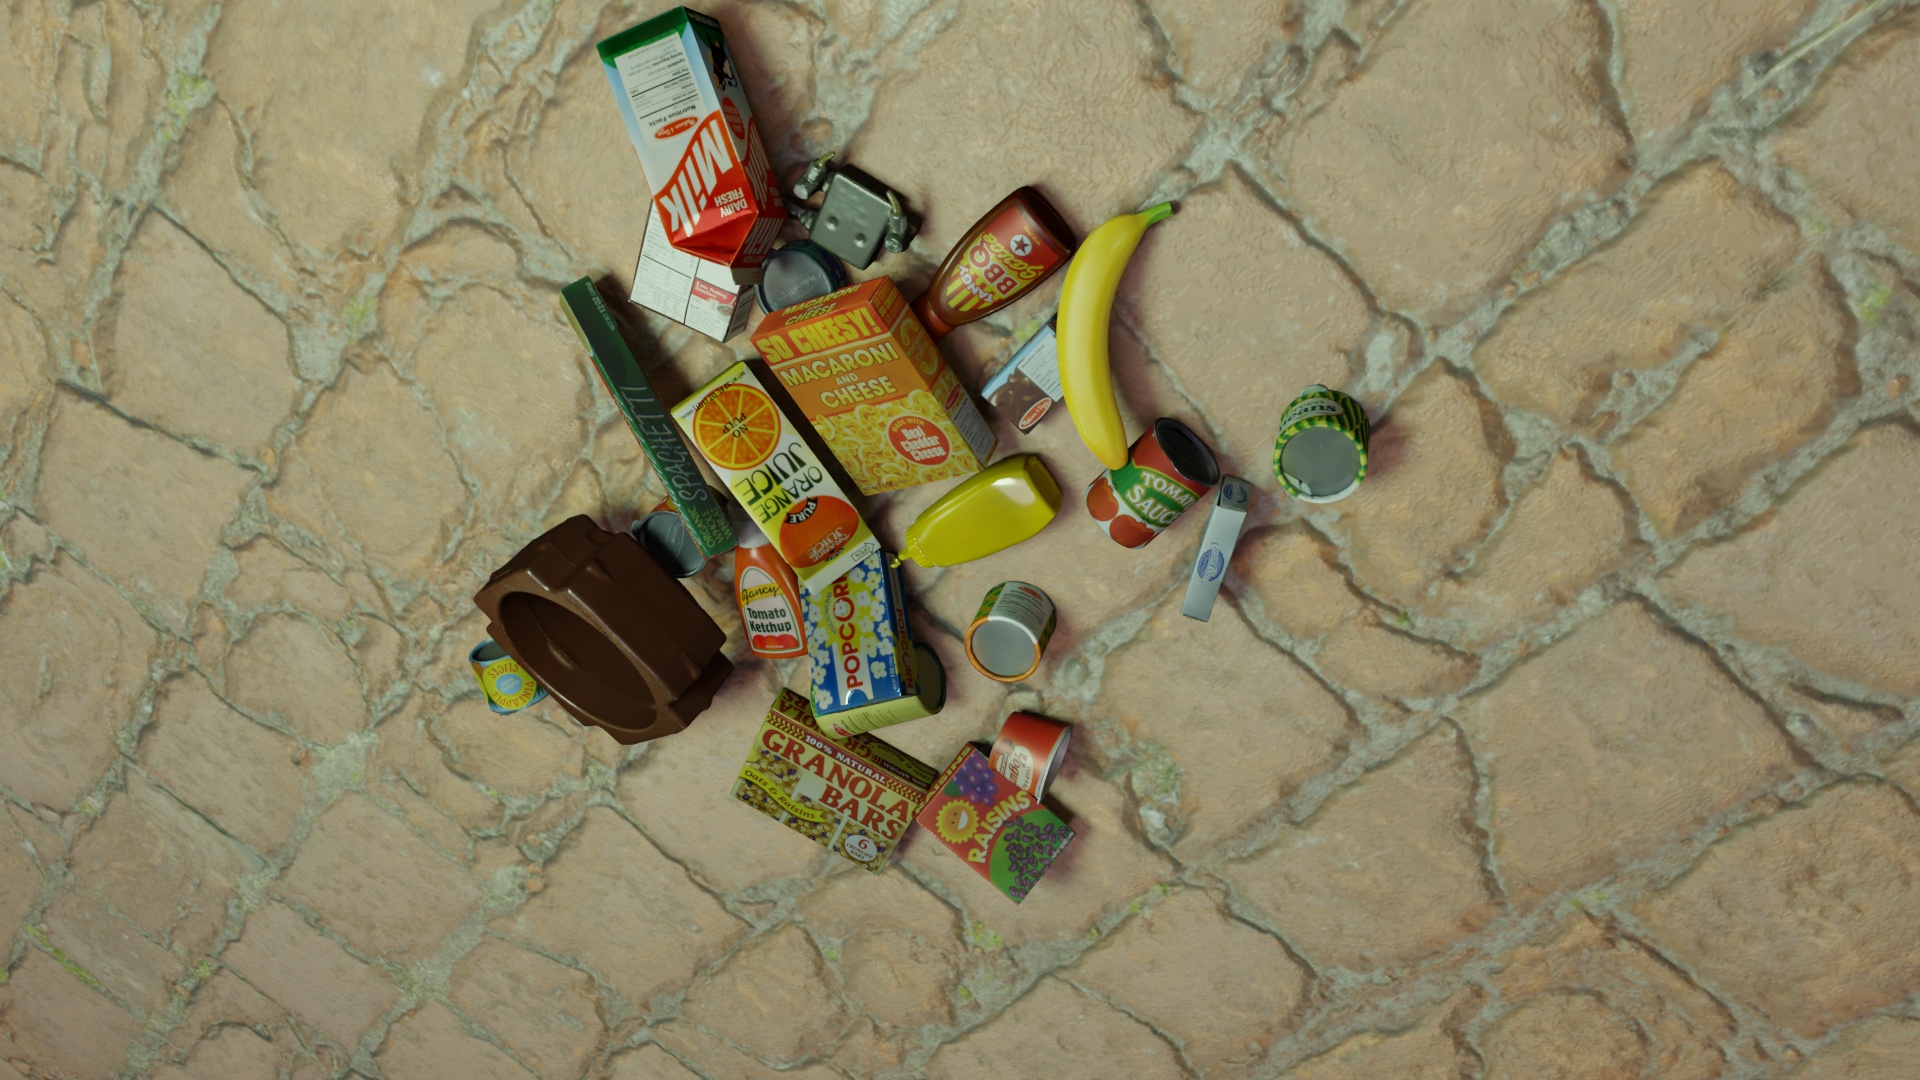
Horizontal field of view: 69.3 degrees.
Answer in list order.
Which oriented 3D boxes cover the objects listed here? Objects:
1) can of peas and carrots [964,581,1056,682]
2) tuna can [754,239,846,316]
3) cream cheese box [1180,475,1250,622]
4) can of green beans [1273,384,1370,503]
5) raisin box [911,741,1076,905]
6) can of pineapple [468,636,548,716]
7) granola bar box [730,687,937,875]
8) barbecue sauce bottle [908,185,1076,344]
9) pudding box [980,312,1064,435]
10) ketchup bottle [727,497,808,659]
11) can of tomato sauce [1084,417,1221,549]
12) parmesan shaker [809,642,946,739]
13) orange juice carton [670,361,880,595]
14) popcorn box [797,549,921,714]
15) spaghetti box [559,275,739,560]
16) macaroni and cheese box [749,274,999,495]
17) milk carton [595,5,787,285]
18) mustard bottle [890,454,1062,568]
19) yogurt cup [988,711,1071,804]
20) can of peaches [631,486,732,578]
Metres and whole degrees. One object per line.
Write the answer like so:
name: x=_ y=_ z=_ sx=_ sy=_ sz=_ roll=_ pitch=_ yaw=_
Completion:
can of peas and carrots: x=0.041 y=0.079 z=1.162 sx=0.071 sy=0.059 sz=0.070 roll=8 pitch=120 yaw=14
tuna can: x=-0.125 y=-0.200 z=1.079 sx=0.071 sy=0.033 sz=0.070 roll=8 pitch=120 yaw=14
cream cheese box: x=0.197 y=0.006 z=1.074 sx=0.024 sy=0.054 sz=0.103 roll=17 pitch=121 yaw=6
can of green beans: x=0.263 y=-0.068 z=1.009 sx=0.071 sy=0.058 sz=0.071 roll=8 pitch=120 yaw=14
raisin box: x=0.029 y=0.254 z=1.250 sx=0.123 sy=0.040 sz=0.086 roll=41 pitch=83 yaw=-7
can of pineapple: x=-0.431 y=0.125 z=1.336 sx=0.071 sy=0.071 sz=0.057 roll=-5 pitch=116 yaw=21
granola bar box: x=-0.121 y=0.229 z=1.309 sx=0.165 sy=0.039 sz=0.123 roll=28 pitch=122 yaw=1
barbecue sauce bottle: x=0.013 y=-0.194 z=1.031 sx=0.148 sy=0.044 sz=0.065 roll=-35 pitch=104 yaw=31
pudding box: x=0.061 y=-0.127 z=1.060 sx=0.049 sy=0.030 sz=0.083 roll=41 pitch=122 yaw=-8
ketchup bottle: x=-0.169 y=0.031 z=1.214 sx=0.065 sy=0.044 sz=0.148 roll=-2 pitch=116 yaw=18
can of tomato sauce: x=0.145 y=-0.041 z=1.055 sx=0.071 sy=0.071 sz=0.082 roll=41 pitch=123 yaw=-7
parmesan shaker: x=-0.071 y=0.133 z=1.226 sx=0.103 sy=0.072 sz=0.071 roll=-17 pitch=111 yaw=25
orange juice carton: x=-0.149 y=-0.049 z=1.131 sx=0.072 sy=0.073 sz=0.192 roll=-38 pitch=104 yaw=-6
popcorn box: x=-0.087 y=0.078 z=1.179 sx=0.085 sy=0.038 sz=0.127 roll=-15 pitch=76 yaw=24
spaghetti box: x=-0.254 y=-0.097 z=1.136 sx=0.029 sy=0.050 sz=0.250 roll=-30 pitch=94 yaw=-16
macaroni and cheese box: x=-0.065 y=-0.115 z=1.068 sx=0.123 sy=0.040 sz=0.166 roll=-10 pitch=128 yaw=36
milk carton: x=-0.185 y=-0.276 z=1.004 sx=0.073 sy=0.072 sz=0.190 roll=-18 pitch=97 yaw=14
mustard bottle: x=0.004 y=-0.014 z=1.129 sx=0.160 sy=0.049 sz=0.065 roll=-25 pitch=107 yaw=29
yogurt cup: x=0.060 y=0.184 z=1.212 sx=0.054 sy=0.073 sz=0.072 roll=23 pitch=123 yaw=15
can of peaches: x=-0.240 y=-0.011 z=1.206 sx=0.071 sy=0.058 sz=0.071 roll=8 pitch=120 yaw=14
